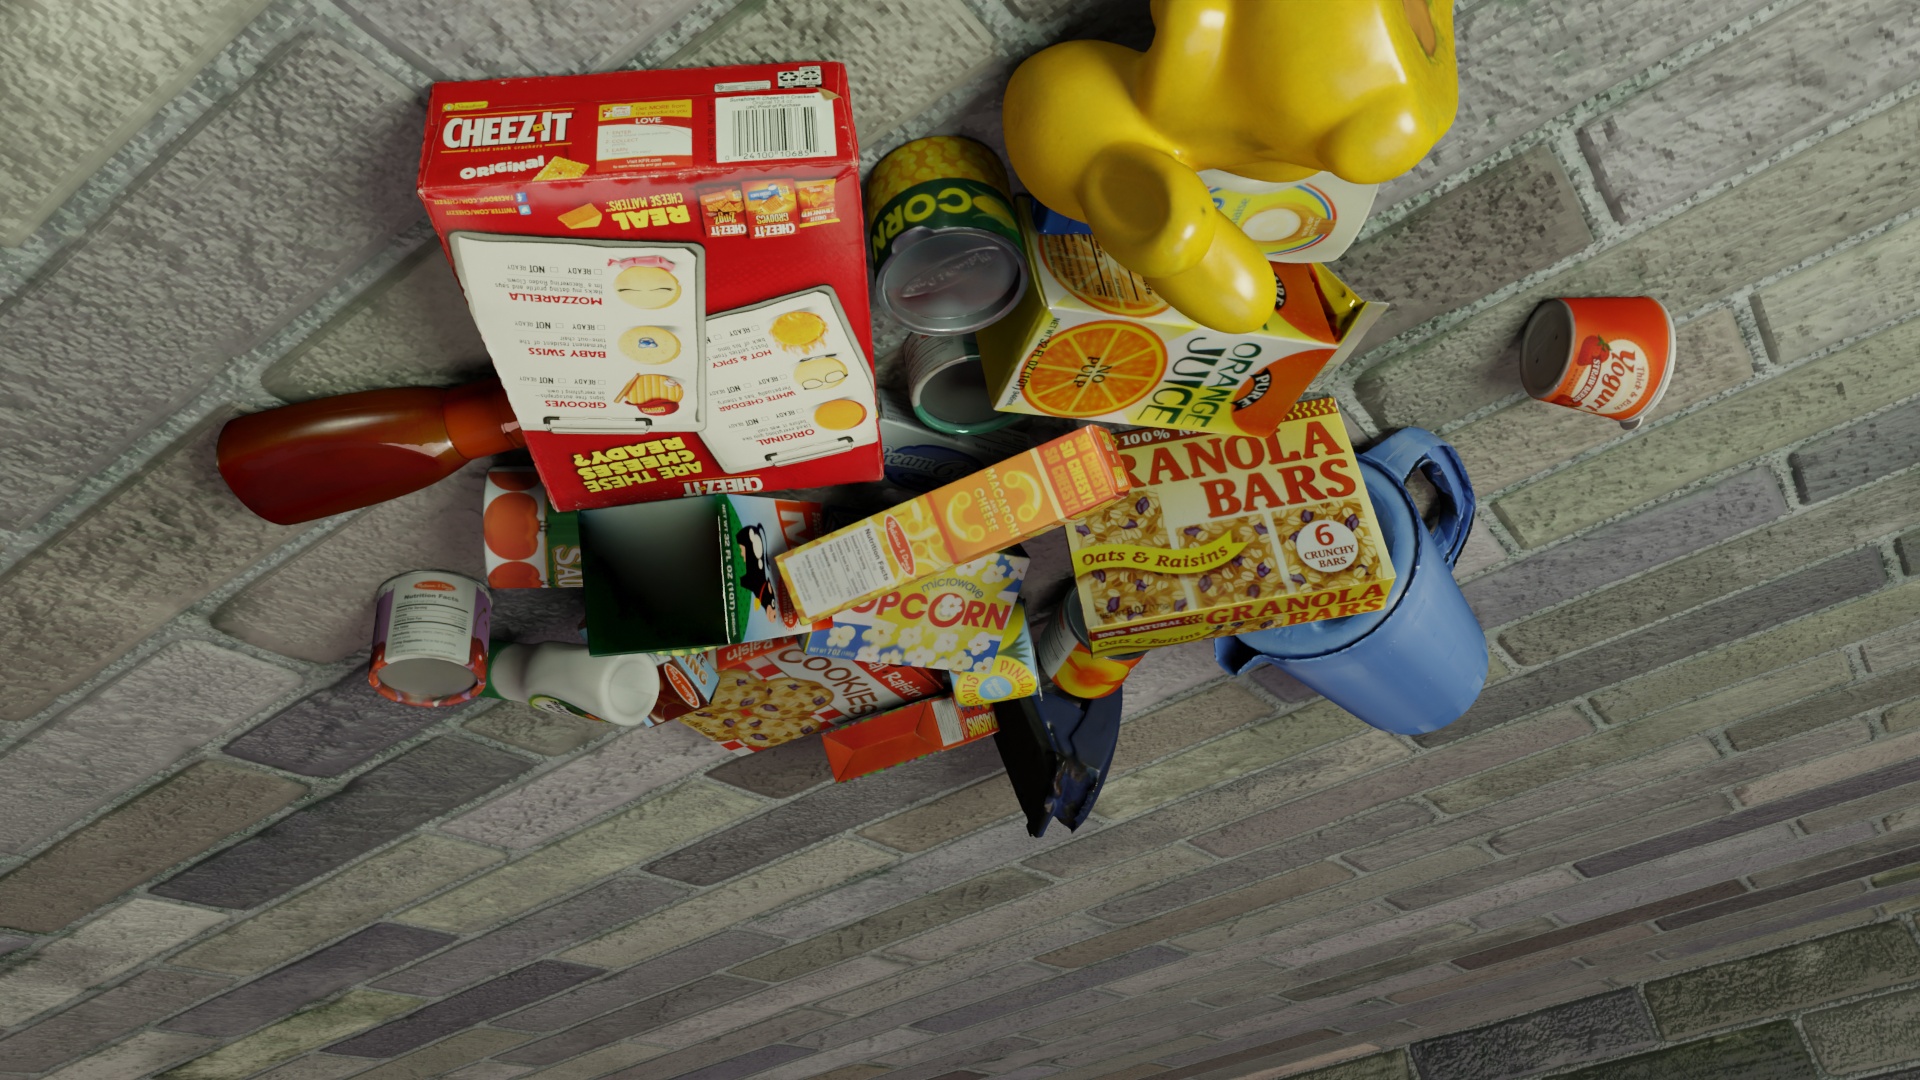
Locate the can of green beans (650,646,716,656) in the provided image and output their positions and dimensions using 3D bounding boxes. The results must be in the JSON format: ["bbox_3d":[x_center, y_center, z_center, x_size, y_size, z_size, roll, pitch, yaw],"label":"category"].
[{"bbox_3d":[-0.167,0.028,0.818,0.071,0.058,0.071,-6,148,-4],"label":"can of green beans"}]

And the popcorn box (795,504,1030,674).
[{"bbox_3d":[-0.030,0.031,0.842,0.127,0.038,0.085,9,112,-25],"label":"popcorn box"}]

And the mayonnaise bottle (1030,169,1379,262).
[{"bbox_3d":[0.107,-0.154,0.619,0.148,0.041,0.064,-2,148,-11],"label":"mayonnaise bottle"}]

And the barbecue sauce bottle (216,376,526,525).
[{"bbox_3d":[-0.281,-0.049,0.685,0.148,0.044,0.064,-13,147,5],"label":"barbecue sauce bottle"}]

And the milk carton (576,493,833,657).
[{"bbox_3d":[-0.119,0.017,0.726,0.073,0.072,0.190,-6,177,13],"label":"milk carton"}]

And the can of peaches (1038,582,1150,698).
[{"bbox_3d":[0.094,0.065,0.932,0.071,0.071,0.057,3,146,-18],"label":"can of peaches"}]

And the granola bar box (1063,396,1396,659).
[{"bbox_3d":[0.142,-0.008,0.776,0.166,0.125,0.039,-10,148,1],"label":"granola bar box"}]

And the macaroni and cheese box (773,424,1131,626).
[{"bbox_3d":[0.003,-0.009,0.714,0.166,0.040,0.124,-22,179,11],"label":"macaroni and cheese box"}]

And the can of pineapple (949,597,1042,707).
[{"bbox_3d":[0.021,0.077,0.930,0.058,0.071,0.070,-10,147,2],"label":"can of pineapple"}]

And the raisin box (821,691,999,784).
[{"bbox_3d":[-0.033,0.137,0.993,0.086,0.040,0.123,-21,172,18],"label":"raisin box"}]

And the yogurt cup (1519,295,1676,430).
[{"bbox_3d":[0.337,-0.099,0.742,0.054,0.073,0.072,5,145,-7],"label":"yogurt cup"}]

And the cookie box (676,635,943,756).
[{"bbox_3d":[-0.113,0.089,0.942,0.167,0.040,0.122,-20,146,17],"label":"cookie box"}]

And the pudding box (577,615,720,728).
[{"bbox_3d":[-0.195,0.073,0.871,0.049,0.030,0.083,-23,113,19],"label":"pudding box"}]

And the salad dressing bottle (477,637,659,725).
[{"bbox_3d":[-0.248,0.083,0.843,0.147,0.044,0.064,2,165,37],"label":"salad dressing bottle"}]

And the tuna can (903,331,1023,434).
[{"bbox_3d":[0.007,-0.085,0.709,0.071,0.033,0.070,-6,147,-4],"label":"tuna can"}]

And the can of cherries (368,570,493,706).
[{"bbox_3d":[-0.316,0.061,0.832,0.071,0.058,0.071,-7,147,-4],"label":"can of cherries"}]

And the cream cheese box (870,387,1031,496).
[{"bbox_3d":[-0.016,-0.049,0.769,0.104,0.024,0.053,14,139,-32],"label":"cream cheese box"}]

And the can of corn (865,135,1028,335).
[{"bbox_3d":[-0.008,-0.134,0.605,0.071,0.058,0.070,-6,147,-4],"label":"can of corn"}]

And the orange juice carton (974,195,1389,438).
[{"bbox_3d":[0.109,-0.103,0.670,0.193,0.073,0.071,4,144,-20],"label":"orange juice carton"}]

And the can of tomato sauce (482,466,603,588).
[{"bbox_3d":[-0.209,-0.006,0.744,0.083,0.071,0.070,-1,146,-12],"label":"can of tomato sauce"}]
